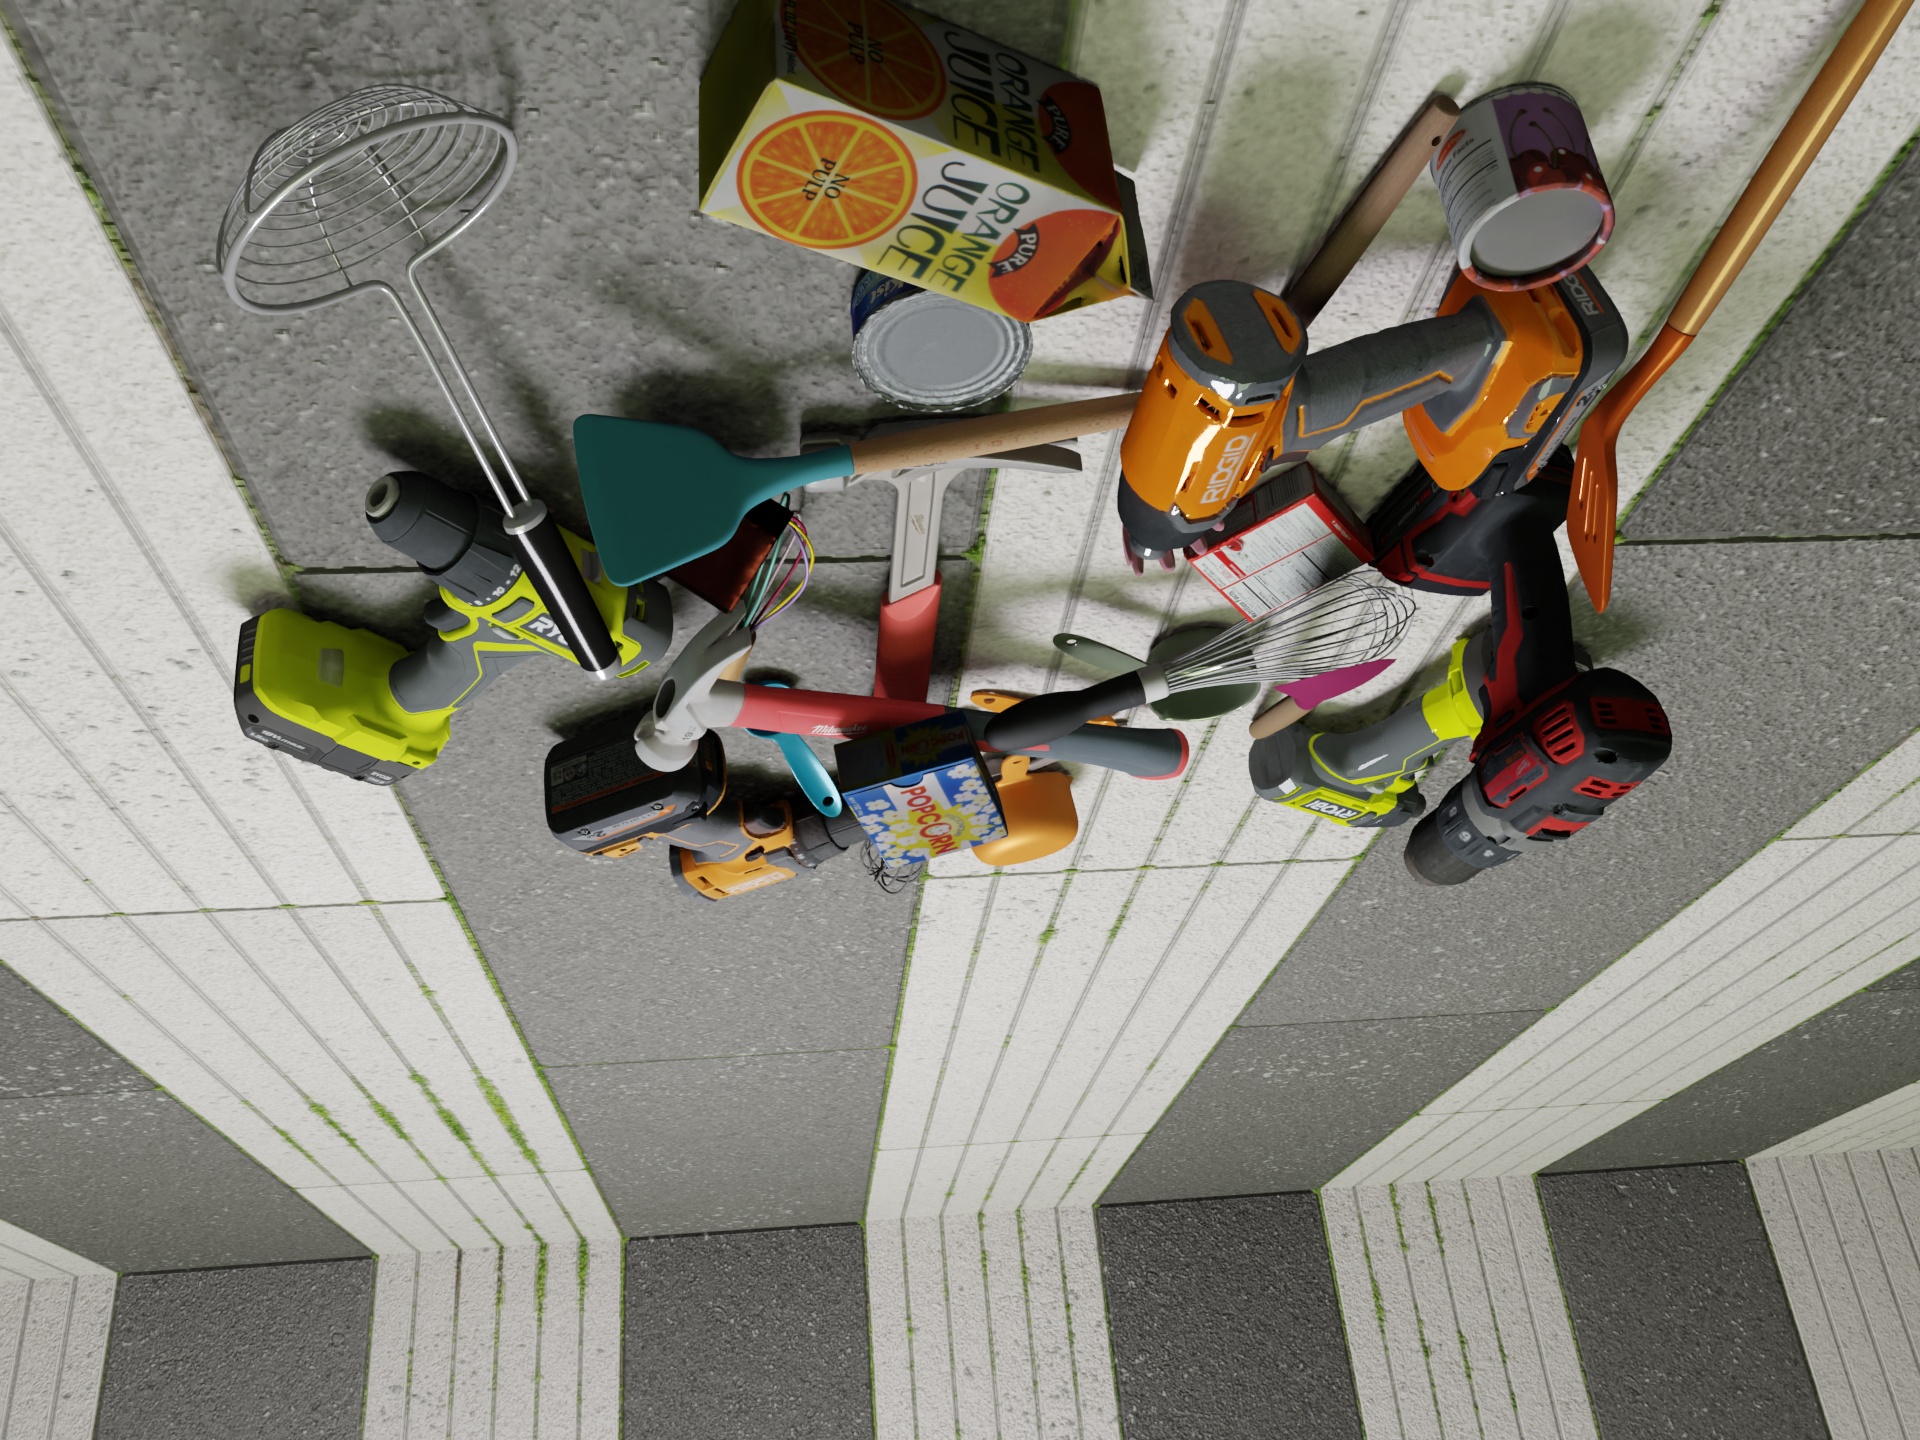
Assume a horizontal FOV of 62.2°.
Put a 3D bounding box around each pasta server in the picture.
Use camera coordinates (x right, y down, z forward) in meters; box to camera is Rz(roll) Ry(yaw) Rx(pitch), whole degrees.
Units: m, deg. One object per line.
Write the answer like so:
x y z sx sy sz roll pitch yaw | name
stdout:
0.157 -0.178 0.798 0.060 0.040 0.316 -11 156 -28 | pasta server

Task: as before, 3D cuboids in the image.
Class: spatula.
-0.028 -0.135 0.792 0.317 0.082 0.044 -13 -179 -12 | spatula
0.344 -0.195 0.711 0.041 0.081 0.322 16 129 -7 | spatula

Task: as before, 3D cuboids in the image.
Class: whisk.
-0.132 -0.065 0.957 0.047 0.051 0.245 2 156 -18 | whisk
-0.030 0.067 1.214 0.055 0.055 0.238 4 147 -18 | whisk
0.149 -0.034 0.992 0.284 0.070 0.070 -18 152 -3 | whisk

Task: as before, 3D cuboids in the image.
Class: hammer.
-0.002 -0.003 1.019 0.386 0.038 0.143 6 147 -31 | hammer
-0.023 -0.061 0.985 0.149 0.037 0.358 -2 151 -6 | hammer

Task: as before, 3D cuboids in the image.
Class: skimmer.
-0.211 -0.121 0.728 0.127 0.090 0.362 -34 144 -15 | skimmer

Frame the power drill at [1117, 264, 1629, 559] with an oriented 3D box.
0.184 -0.146 0.769 0.226 0.084 0.164 -12 153 -17 | power drill

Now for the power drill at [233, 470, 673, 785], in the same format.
-0.306 -0.053 0.909 0.228 0.080 0.190 -24 148 26 | power drill

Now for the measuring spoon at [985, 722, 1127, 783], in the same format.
0.066 0.021 1.183 0.124 0.018 0.034 -23 161 17 | measuring spoon

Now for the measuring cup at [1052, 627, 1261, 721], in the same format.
0.125 -0.044 1.044 0.167 0.038 0.083 17 144 -33 | measuring cup

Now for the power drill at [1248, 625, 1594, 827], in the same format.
0.347 0.017 1.161 0.171 0.080 0.223 16 149 -34 | power drill

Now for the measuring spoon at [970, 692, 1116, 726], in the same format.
0.059 -0.008 1.130 0.116 0.011 0.021 12 147 -23 | measuring spoon

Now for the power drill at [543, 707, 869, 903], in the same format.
-0.166 0.063 1.151 0.185 0.084 0.226 -19 153 19 | power drill

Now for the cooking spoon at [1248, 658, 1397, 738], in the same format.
0.218 -0.011 1.023 0.069 0.017 0.319 -13 174 0 | cooking spoon

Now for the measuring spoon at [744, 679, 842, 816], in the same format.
-0.114 0.019 1.096 0.042 0.021 0.128 -31 128 -4 | measuring spoon

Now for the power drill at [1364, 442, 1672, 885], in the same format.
0.295 -0.029 0.897 0.080 0.227 0.187 5 150 -18 | power drill

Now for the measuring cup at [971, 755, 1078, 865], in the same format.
0.046 0.067 1.182 0.095 0.052 0.173 -14 165 -3 | measuring cup
